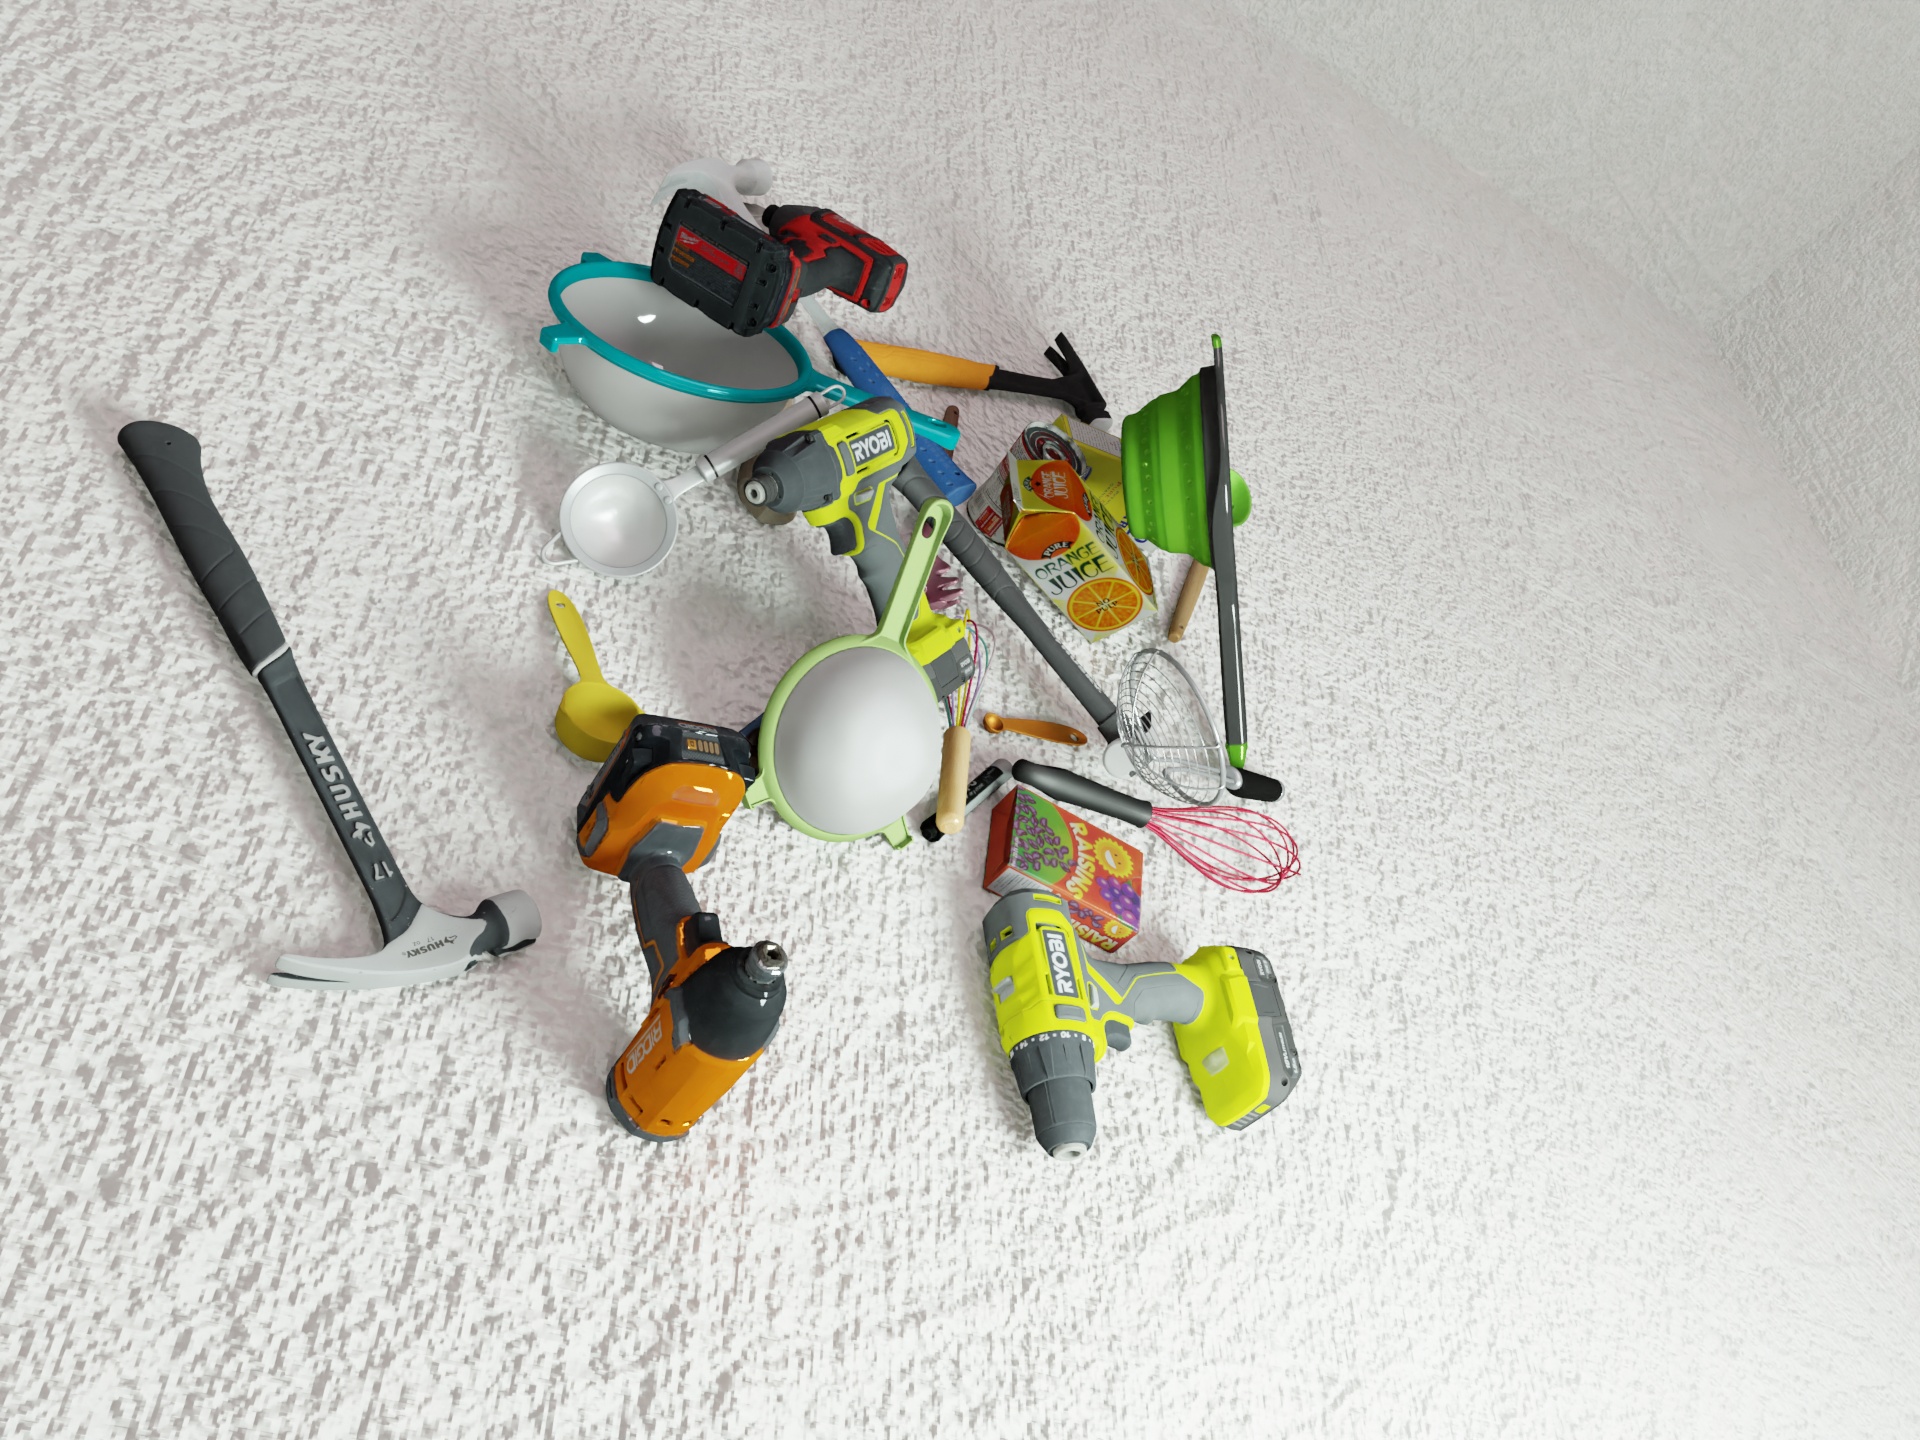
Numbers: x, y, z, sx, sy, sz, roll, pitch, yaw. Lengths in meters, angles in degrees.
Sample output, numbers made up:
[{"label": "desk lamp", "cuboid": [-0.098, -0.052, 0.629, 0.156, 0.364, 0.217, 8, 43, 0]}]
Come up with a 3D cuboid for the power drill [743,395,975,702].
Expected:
[{"label": "power drill", "cuboid": [-0.077, -0.114, 1.185, 0.171, 0.080, 0.223, -37, 116, -50]}]

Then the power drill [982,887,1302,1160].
[{"label": "power drill", "cuboid": [0.128, 0.227, 1.139, 0.228, 0.080, 0.191, 13, 47, -28]}]

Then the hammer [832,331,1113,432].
[{"label": "hammer", "cuboid": [0.010, -0.354, 1.602, 0.336, 0.034, 0.127, -2, 57, -42]}]

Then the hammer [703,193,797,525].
[{"label": "hammer", "cuboid": [-0.163, -0.326, 1.427, 0.146, 0.038, 0.411, 18, 45, -30]}]

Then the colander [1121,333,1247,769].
[{"label": "colander", "cuboid": [0.200, -0.139, 1.425, 0.204, 0.094, 0.397, -45, 131, -76]}]

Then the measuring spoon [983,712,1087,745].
[{"label": "measuring spoon", "cuboid": [0.063, 0.010, 1.335, 0.116, 0.011, 0.021, 10, 48, -39]}]

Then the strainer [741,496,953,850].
[{"label": "strainer", "cuboid": [-0.042, -0.031, 1.105, 0.151, 0.256, 0.069, 20, 0, -38]}]

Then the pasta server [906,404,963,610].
[{"label": "pasta server", "cuboid": [-0.018, -0.200, 1.434, 0.060, 0.040, 0.316, 38, 36, -24]}]

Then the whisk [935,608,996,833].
[{"label": "whisk", "cuboid": [-0.003, -0.006, 1.252, 0.051, 0.047, 0.245, 22, 40, -14]}]

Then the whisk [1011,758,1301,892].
[{"label": "whisk", "cuboid": [0.165, 0.082, 1.298, 0.295, 0.073, 0.073, 21, 44, -27]}]

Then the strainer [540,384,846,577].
[{"label": "strainer", "cuboid": [-0.195, -0.181, 1.183, 0.258, 0.050, 0.087, -32, 93, -9]}]

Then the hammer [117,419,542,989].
[{"label": "hammer", "cuboid": [-0.405, -0.018, 0.940, 0.149, 0.036, 0.409, -16, 66, -46]}]

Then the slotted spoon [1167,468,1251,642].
[{"label": "slotted spoon", "cuboid": [0.251, -0.172, 1.649, 0.070, 0.031, 0.314, 36, 41, -8]}]

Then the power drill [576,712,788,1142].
[{"label": "power drill", "cuboid": [-0.158, 0.109, 0.933, 0.084, 0.164, 0.227, 11, 46, -33]}]

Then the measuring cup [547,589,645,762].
[{"label": "measuring cup", "cuboid": [-0.262, -0.031, 1.089, 0.062, 0.029, 0.157, 6, 40, -37]}]

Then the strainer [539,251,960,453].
[{"label": "strainer", "cuboid": [-0.172, -0.255, 1.279, 0.340, 0.095, 0.211, 19, 31, -14]}]

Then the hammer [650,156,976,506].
[{"label": "hammer", "cuboid": [-0.124, -0.352, 1.424, 0.144, 0.035, 0.406, -23, 72, -48]}]

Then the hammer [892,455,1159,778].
[{"label": "hammer", "cuboid": [0.051, -0.093, 1.341, 0.335, 0.035, 0.146, 51, 16, 4]}]

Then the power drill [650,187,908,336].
[{"label": "power drill", "cuboid": [-0.152, -0.391, 1.334, 0.143, 0.078, 0.219, 35, 30, 15]}]

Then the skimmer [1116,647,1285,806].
[{"label": "skimmer", "cuboid": [0.223, 0.024, 1.302, 0.363, 0.090, 0.127, 15, 40, -59]}]
